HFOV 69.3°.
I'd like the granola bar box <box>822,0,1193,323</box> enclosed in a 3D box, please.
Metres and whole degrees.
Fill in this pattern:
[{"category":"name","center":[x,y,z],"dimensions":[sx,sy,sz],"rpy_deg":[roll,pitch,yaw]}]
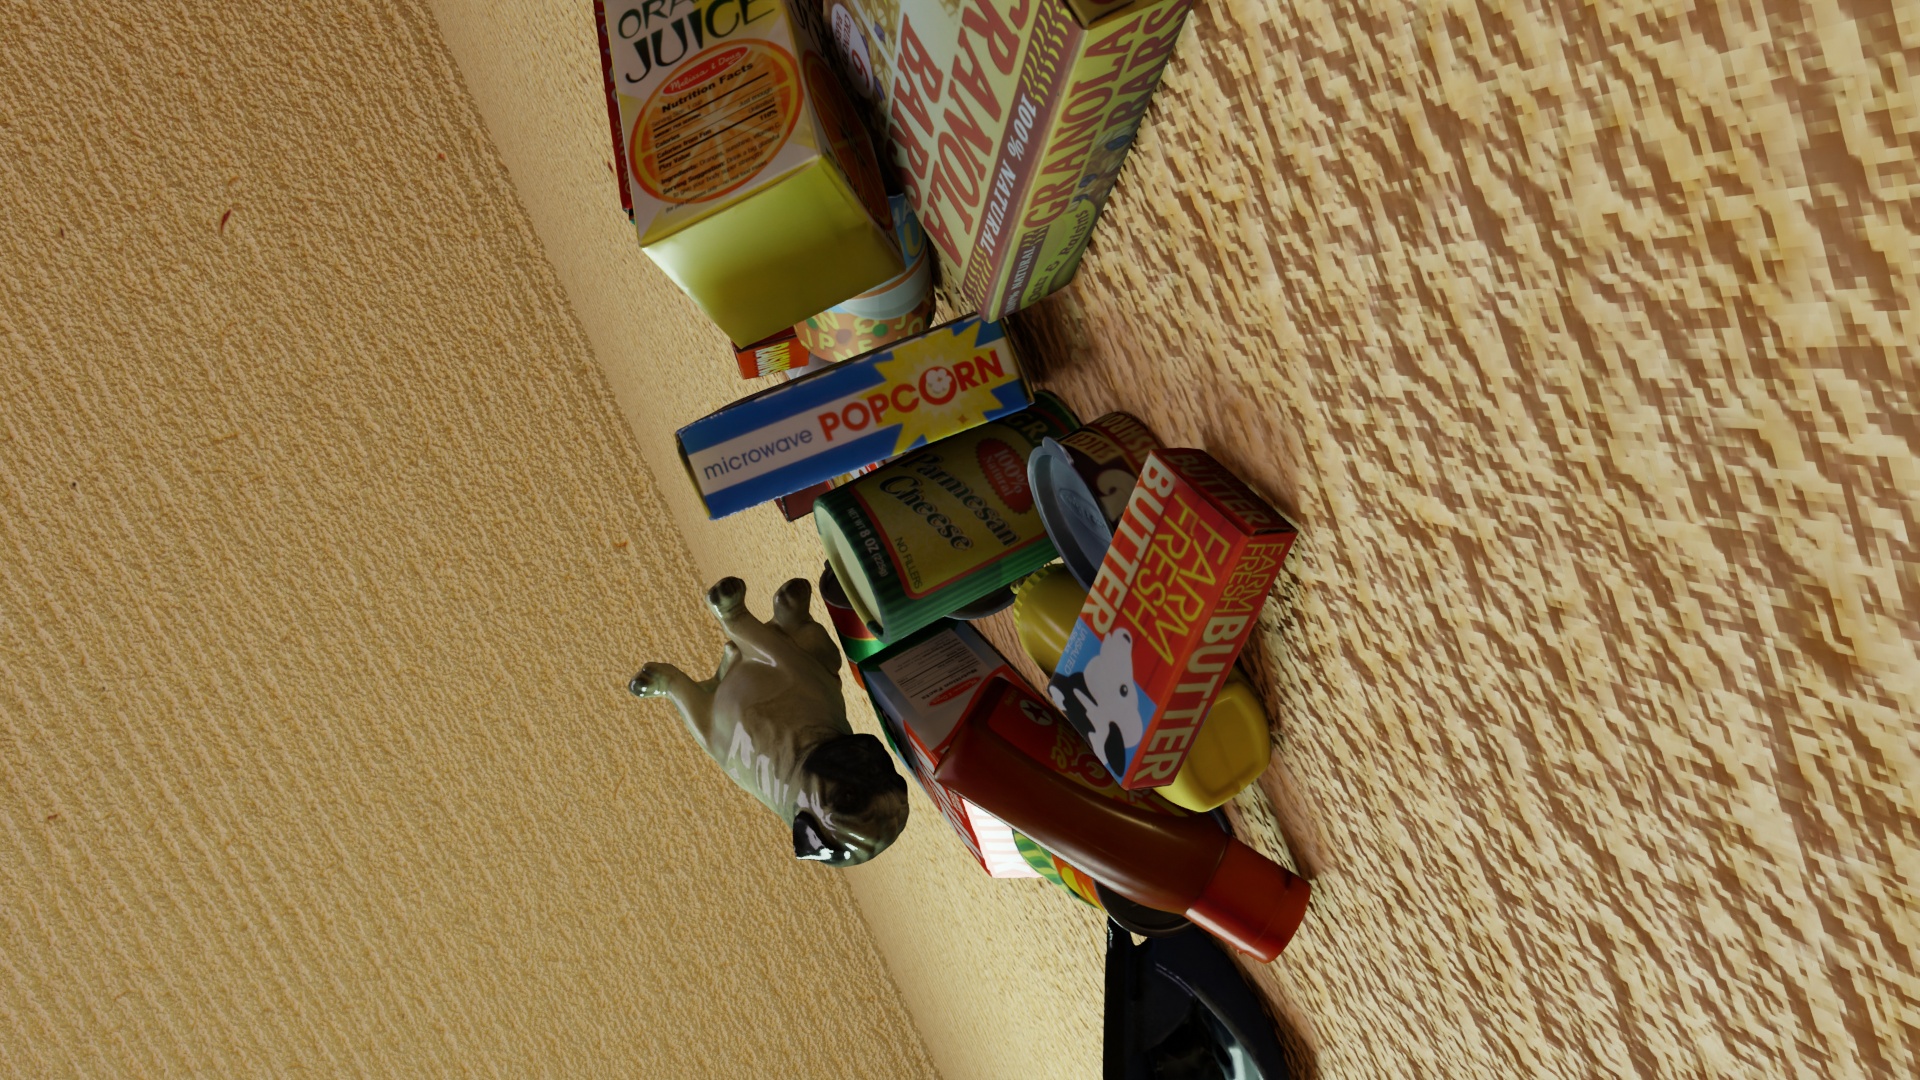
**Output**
[{"category":"granola bar box","center":[0.004,-0.156,0.417],"dimensions":[0.124,0.039,0.165],"rpy_deg":[60,166,11]}]

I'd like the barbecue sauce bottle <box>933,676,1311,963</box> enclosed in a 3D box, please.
[{"category":"barbecue sauce bottle","center":[0.064,0.111,0.546],"dimensions":[0.148,0.043,0.065],"rpy_deg":[31,-162,5]}]

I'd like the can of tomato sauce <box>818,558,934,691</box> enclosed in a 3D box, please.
[{"category":"can of tomato sauce","center":[-0.053,0.053,0.931],"dimensions":[0.071,0.071,0.082],"rpy_deg":[46,158,50]}]

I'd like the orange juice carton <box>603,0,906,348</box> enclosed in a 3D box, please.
[{"category":"orange juice carton","center":[-0.085,-0.178,0.531],"dimensions":[0.071,0.073,0.193],"rpy_deg":[47,-156,-58]}]

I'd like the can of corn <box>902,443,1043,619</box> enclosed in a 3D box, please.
[{"category":"can of corn","center":[0.000,-0.008,0.644],"dimensions":[0.058,0.071,0.070],"rpy_deg":[47,158,49]}]

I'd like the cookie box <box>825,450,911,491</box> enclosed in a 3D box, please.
[{"category":"cookie box","center":[-0.035,-0.024,0.792],"dimensions":[0.123,0.040,0.167],"rpy_deg":[61,167,7]}]

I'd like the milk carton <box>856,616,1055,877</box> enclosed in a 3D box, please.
[{"category":"milk carton","center":[0.015,0.124,0.805],"dimensions":[0.191,0.073,0.072],"rpy_deg":[41,154,56]}]

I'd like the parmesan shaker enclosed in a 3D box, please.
[{"category":"parmesan shaker","center":[0.002,-0.007,0.557],"dimensions":[0.071,0.103,0.071],"rpy_deg":[56,164,26]}]

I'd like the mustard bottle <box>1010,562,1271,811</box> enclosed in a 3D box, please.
[{"category":"mustard bottle","center":[0.059,0.044,0.555],"dimensions":[0.160,0.049,0.065],"rpy_deg":[42,160,56]}]

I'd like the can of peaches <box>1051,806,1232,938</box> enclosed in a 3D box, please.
[{"category":"can of peaches","center":[0.077,0.133,0.613],"dimensions":[0.071,0.071,0.058],"rpy_deg":[65,166,-7]}]

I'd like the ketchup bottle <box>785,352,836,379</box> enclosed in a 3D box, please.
[{"category":"ketchup bottle","center":[-0.112,-0.142,0.844],"dimensions":[0.149,0.043,0.064],"rpy_deg":[55,164,30]}]

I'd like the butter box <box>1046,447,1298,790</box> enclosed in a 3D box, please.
[{"category":"butter box","center":[0.066,0.026,0.452],"dimensions":[0.053,0.024,0.103],"rpy_deg":[50,129,44]}]

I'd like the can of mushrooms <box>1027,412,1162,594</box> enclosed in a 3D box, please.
[{"category":"can of mushrooms","center":[0.055,-0.013,0.503],"dimensions":[0.071,0.033,0.070],"rpy_deg":[57,165,25]}]

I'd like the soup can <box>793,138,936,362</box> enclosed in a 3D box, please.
[{"category":"soup can","center":[-0.045,-0.126,0.593],"dimensions":[0.071,0.071,0.083],"rpy_deg":[52,163,37]}]

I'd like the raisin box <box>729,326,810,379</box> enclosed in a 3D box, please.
[{"category":"raisin box","center":[-0.108,-0.147,0.678],"dimensions":[0.086,0.040,0.123],"rpy_deg":[158,96,-82]}]

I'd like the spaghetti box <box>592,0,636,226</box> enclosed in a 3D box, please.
[{"category":"spaghetti box","center":[-0.141,-0.242,0.620],"dimensions":[0.050,0.028,0.251],"rpy_deg":[38,-143,-66]}]

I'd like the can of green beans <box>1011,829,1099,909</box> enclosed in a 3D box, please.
[{"category":"can of green beans","center":[0.065,0.139,0.671],"dimensions":[0.071,0.071,0.058],"rpy_deg":[65,165,-8]}]

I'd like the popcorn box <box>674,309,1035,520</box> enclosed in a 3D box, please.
[{"category":"popcorn box","center":[-0.037,-0.051,0.531],"dimensions":[0.085,0.127,0.038],"rpy_deg":[-80,-30,-80]}]
